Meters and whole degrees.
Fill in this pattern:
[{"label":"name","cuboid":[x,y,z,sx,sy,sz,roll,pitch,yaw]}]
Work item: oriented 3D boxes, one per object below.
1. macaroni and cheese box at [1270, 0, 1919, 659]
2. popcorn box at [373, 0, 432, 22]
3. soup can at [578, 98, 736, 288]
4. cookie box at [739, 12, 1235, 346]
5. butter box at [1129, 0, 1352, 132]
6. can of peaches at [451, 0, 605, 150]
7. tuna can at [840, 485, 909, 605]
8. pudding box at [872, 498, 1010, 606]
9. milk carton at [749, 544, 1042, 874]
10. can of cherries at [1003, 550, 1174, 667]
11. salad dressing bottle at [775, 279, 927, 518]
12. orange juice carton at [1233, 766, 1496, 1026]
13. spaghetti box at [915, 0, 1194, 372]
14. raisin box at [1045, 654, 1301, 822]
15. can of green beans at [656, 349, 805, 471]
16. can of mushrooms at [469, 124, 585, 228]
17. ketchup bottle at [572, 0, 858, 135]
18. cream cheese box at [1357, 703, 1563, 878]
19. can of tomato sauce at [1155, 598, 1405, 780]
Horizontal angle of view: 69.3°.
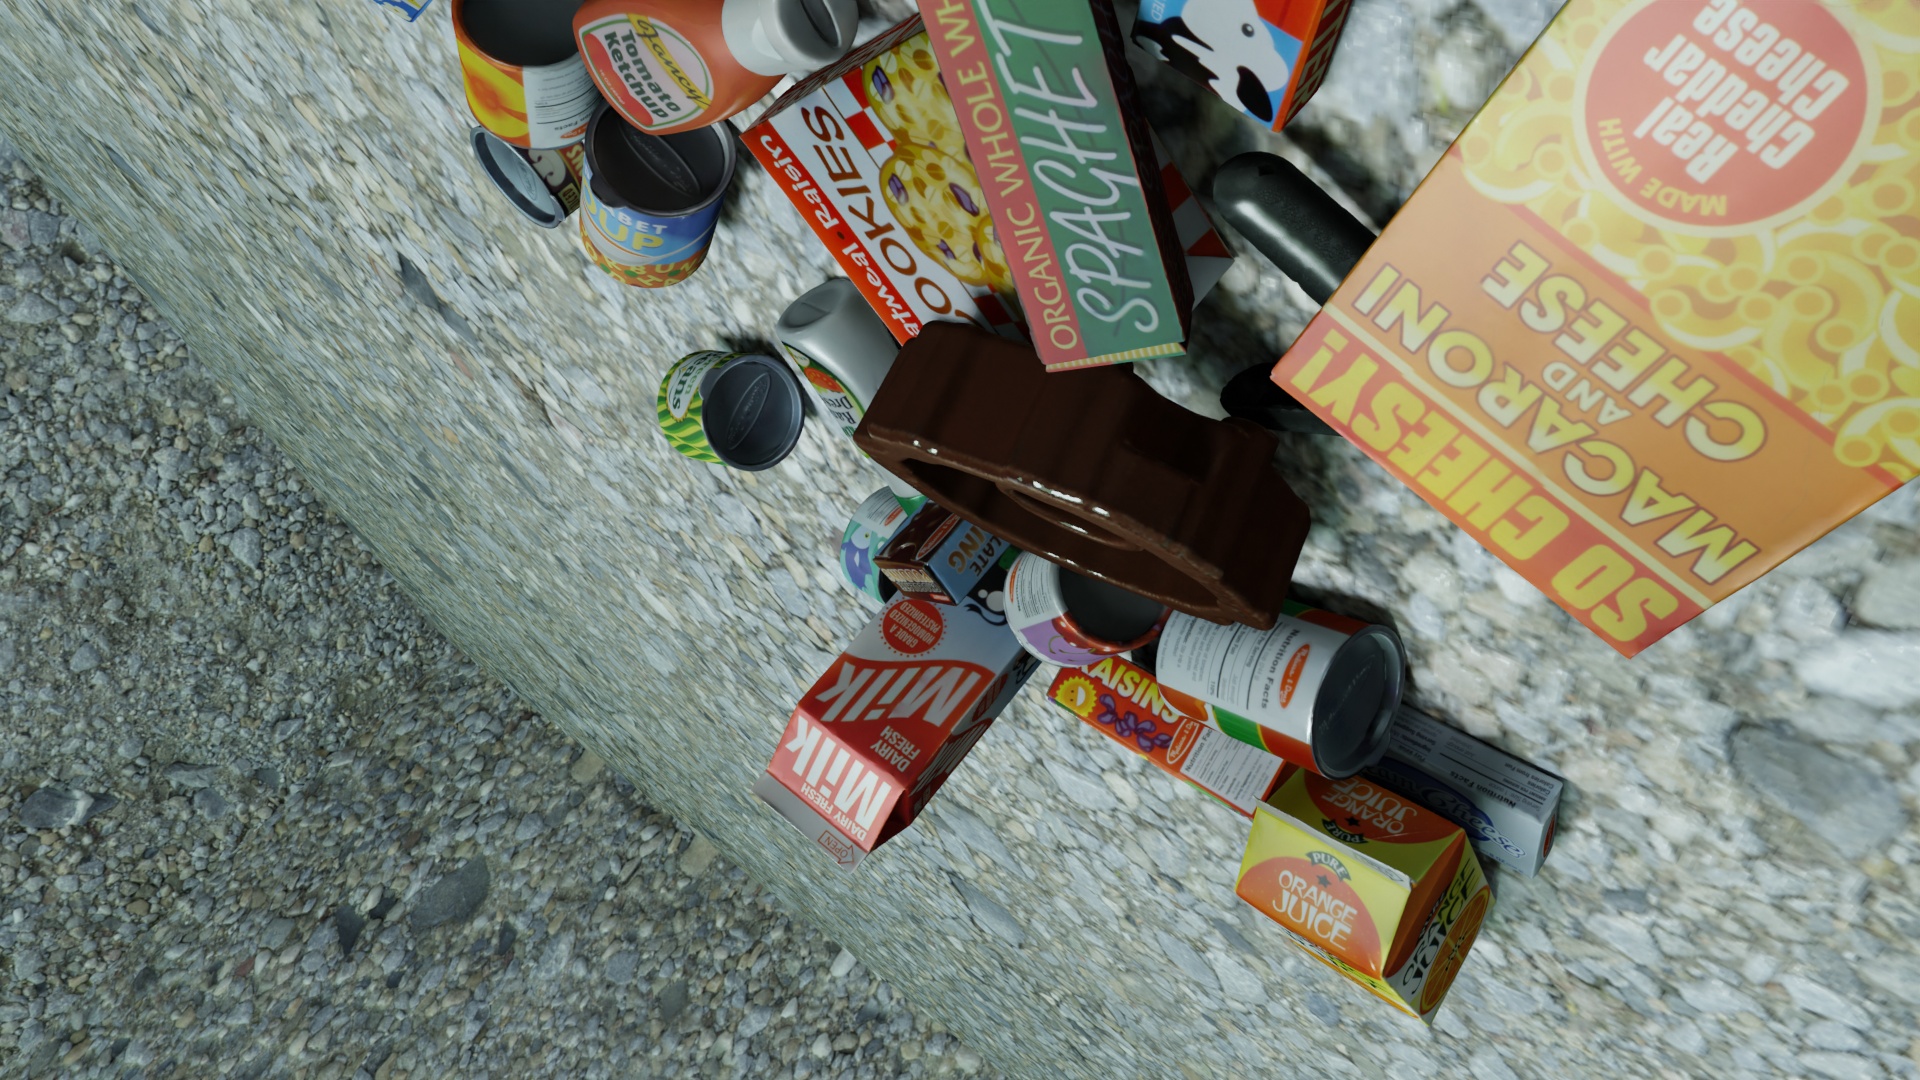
[{"label":"macaroni and cheese box","cuboid":[0.166,-0.060,0.316,0.124,0.040,0.165,40,143,6]},{"label":"popcorn box","cuboid":[-0.293,-0.298,0.637,0.126,0.038,0.085,28,168,-32]},{"label":"soup can","cuboid":[-0.147,-0.163,0.653,0.071,0.071,0.083,43,158,-3]},{"label":"cookie box","cuboid":[0.003,-0.129,0.511,0.122,0.040,0.167,51,155,-23]},{"label":"butter box","cuboid":[0.078,-0.157,0.354,0.053,0.024,0.103,37,157,14]},{"label":"can of peaches","cuboid":[-0.195,-0.223,0.631,0.071,0.071,0.058,41,157,3]},{"label":"tuna can","cuboid":[-0.033,0.005,0.779,0.033,0.071,0.070,28,154,34]},{"label":"pudding box","cuboid":[0.002,-0.008,0.672,0.049,0.084,0.030,5,137,55]},{"label":"milk carton","cuboid":[-0.022,0.080,0.731,0.072,0.191,0.073,35,157,16]},{"label":"can of cherries","cuboid":[0.064,0.024,0.660,0.071,0.072,0.058,44,156,-5]},{"label":"salad dressing bottle","cuboid":[-0.036,-0.059,0.695,0.064,0.044,0.147,28,156,54]},{"label":"orange juice carton","cuboid":[0.184,0.157,0.627,0.072,0.073,0.192,26,169,34]},{"label":"spaghetti box","cuboid":[0.011,-0.160,0.385,0.050,0.029,0.249,-7,125,24]},{"label":"raisin box","cuboid":[0.114,0.099,0.705,0.123,0.040,0.086,30,180,29]},{"label":"can of green beans","cuboid":[-0.132,-0.075,0.797,0.058,0.071,0.071,13,144,50]},{"label":"can of mushrooms","cuboid":[-0.233,-0.207,0.766,0.071,0.033,0.070,35,156,18]},{"label":"ketchup bottle","cuboid":[-0.096,-0.197,0.545,0.149,0.044,0.064,12,143,50]},{"label":"cream cheese box","cuboid":[0.210,0.103,0.613,0.104,0.024,0.053,27,152,32]},{"label":"can of tomato sauce","cuboid":[0.137,0.058,0.597,0.083,0.071,0.071,18,148,46]}]
